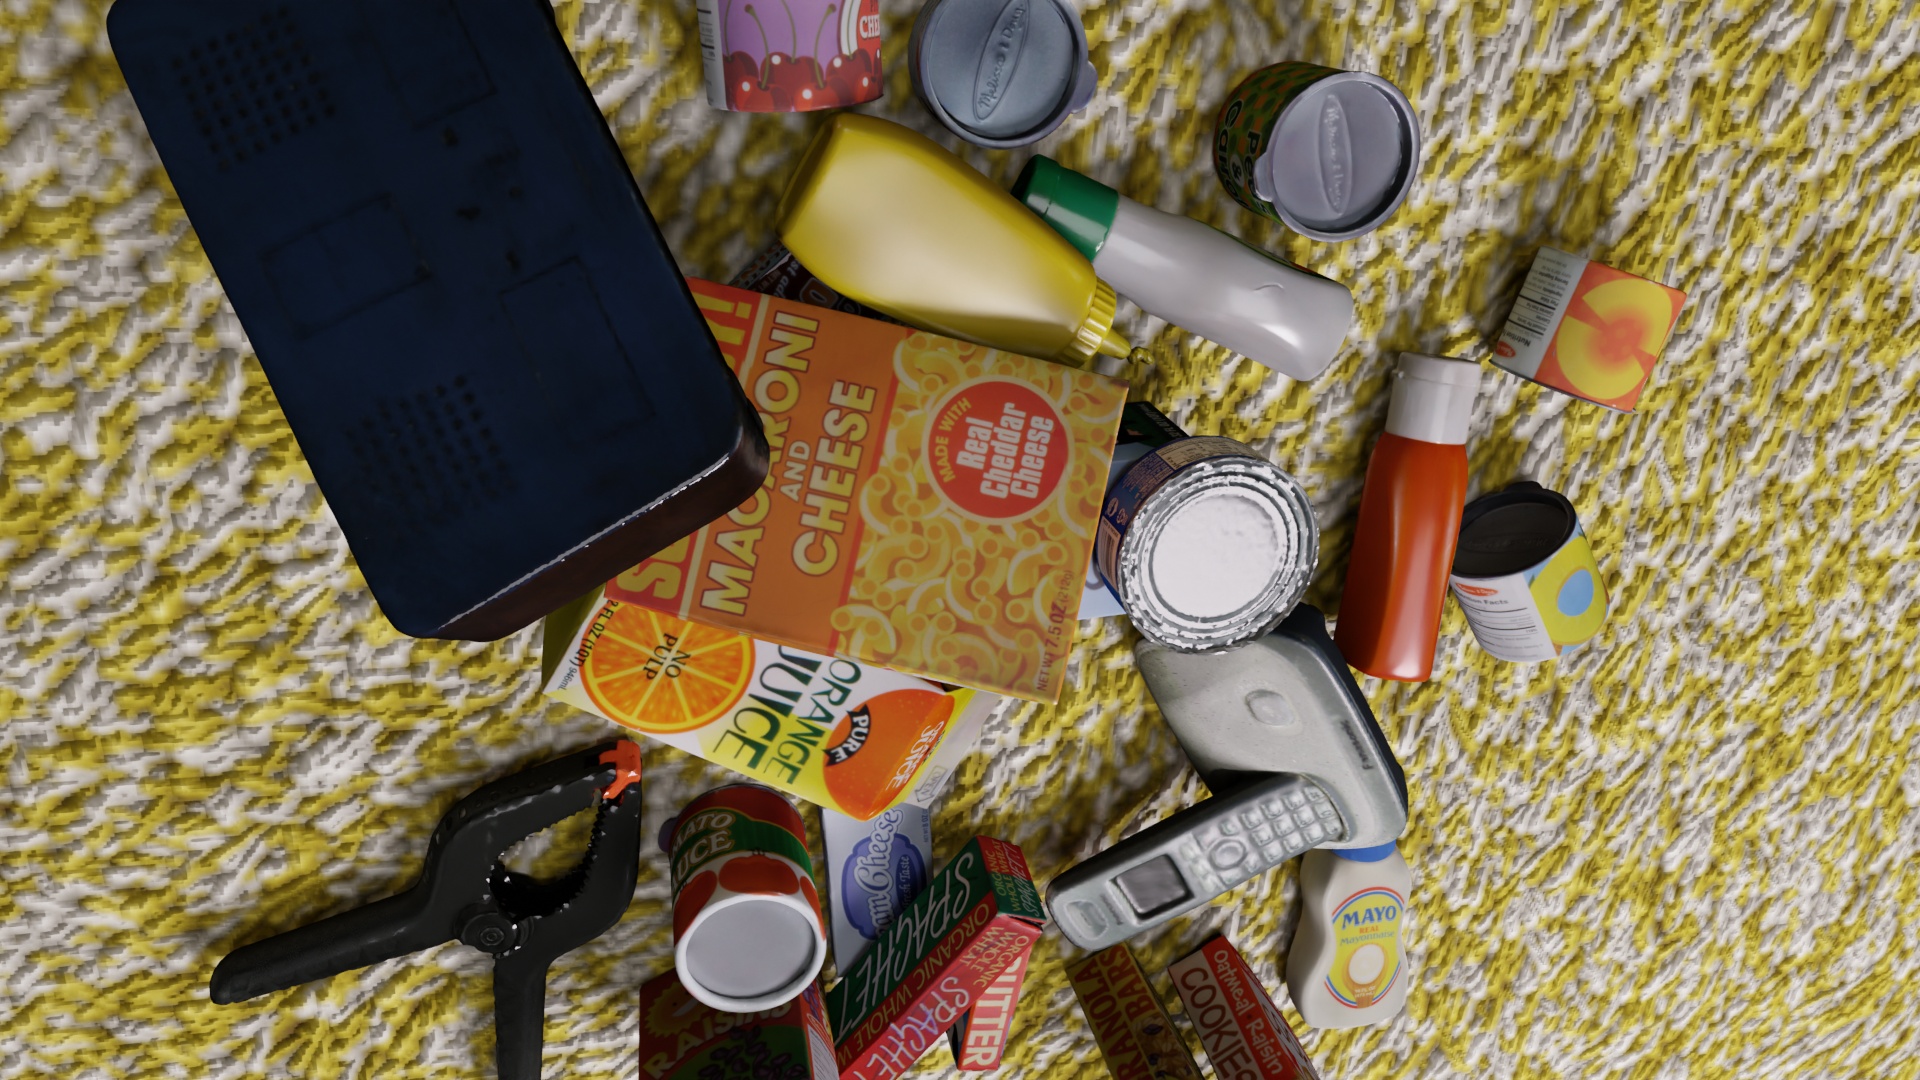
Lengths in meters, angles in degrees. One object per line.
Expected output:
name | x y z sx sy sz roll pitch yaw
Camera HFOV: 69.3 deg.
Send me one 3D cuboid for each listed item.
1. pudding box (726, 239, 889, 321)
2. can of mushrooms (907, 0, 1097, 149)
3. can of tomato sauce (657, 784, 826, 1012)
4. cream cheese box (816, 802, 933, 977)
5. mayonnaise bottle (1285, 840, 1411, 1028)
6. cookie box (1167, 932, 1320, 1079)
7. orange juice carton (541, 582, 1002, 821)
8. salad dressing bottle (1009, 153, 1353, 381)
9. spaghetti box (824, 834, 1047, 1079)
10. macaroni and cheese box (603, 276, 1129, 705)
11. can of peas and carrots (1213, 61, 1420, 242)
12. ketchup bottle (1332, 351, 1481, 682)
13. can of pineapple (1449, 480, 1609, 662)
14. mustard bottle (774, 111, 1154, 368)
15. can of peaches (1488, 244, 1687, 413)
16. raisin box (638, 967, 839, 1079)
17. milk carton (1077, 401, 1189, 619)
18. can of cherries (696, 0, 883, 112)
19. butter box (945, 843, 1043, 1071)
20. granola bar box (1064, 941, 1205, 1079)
pudding box | -0.056 -0.102 0.563 0.083 0.030 0.049 -41 117 6
can of mushrooms | 0.016 -0.187 0.542 0.071 0.033 0.070 -5 113 -12
can of tomato sauce | -0.101 0.161 0.634 0.071 0.083 0.071 -5 114 -12
cream cheese box | -0.040 0.164 0.683 0.053 0.024 0.103 -7 114 -9
mayonnaise bottle | 0.211 0.192 0.746 0.065 0.041 0.147 -6 114 -9
cookie box | 0.173 0.303 0.714 0.040 0.168 0.122 -31 116 5
orange juice carton | -0.076 0.057 0.602 0.192 0.073 0.071 27 103 -23
salad dressing bottle | 0.089 -0.114 0.578 0.148 0.064 0.044 21 95 -13
spaghetti box | -0.049 0.241 0.675 0.028 0.050 0.249 27 115 -29
macaroni and cheese box | -0.033 -0.017 0.517 0.166 0.040 0.124 13 84 -2
can of peas and carrots | 0.142 -0.160 0.570 0.071 0.059 0.070 -5 114 -11
ketchup bottle | 0.210 -0.012 0.650 0.043 0.065 0.148 7 103 -2
can of pineapple | 0.273 0.016 0.673 0.071 0.071 0.057 -33 117 2
mustard bottle | 0.009 -0.102 0.534 0.160 0.049 0.065 26 109 -24
can of peaches | 0.285 -0.095 0.628 0.071 0.071 0.058 12 109 -18
raisin box | -0.103 0.240 0.645 0.086 0.124 0.040 -28 115 -1
milk carton | 0.002 -0.007 0.593 0.191 0.072 0.073 -6 114 -11
can of cherries | -0.059 -0.189 0.504 0.071 0.072 0.058 -7 114 -10
butter box | 0.013 0.209 0.699 0.024 0.053 0.103 6 111 -18
granola bar box | 0.117 0.301 0.700 0.039 0.166 0.123 -29 116 -1
